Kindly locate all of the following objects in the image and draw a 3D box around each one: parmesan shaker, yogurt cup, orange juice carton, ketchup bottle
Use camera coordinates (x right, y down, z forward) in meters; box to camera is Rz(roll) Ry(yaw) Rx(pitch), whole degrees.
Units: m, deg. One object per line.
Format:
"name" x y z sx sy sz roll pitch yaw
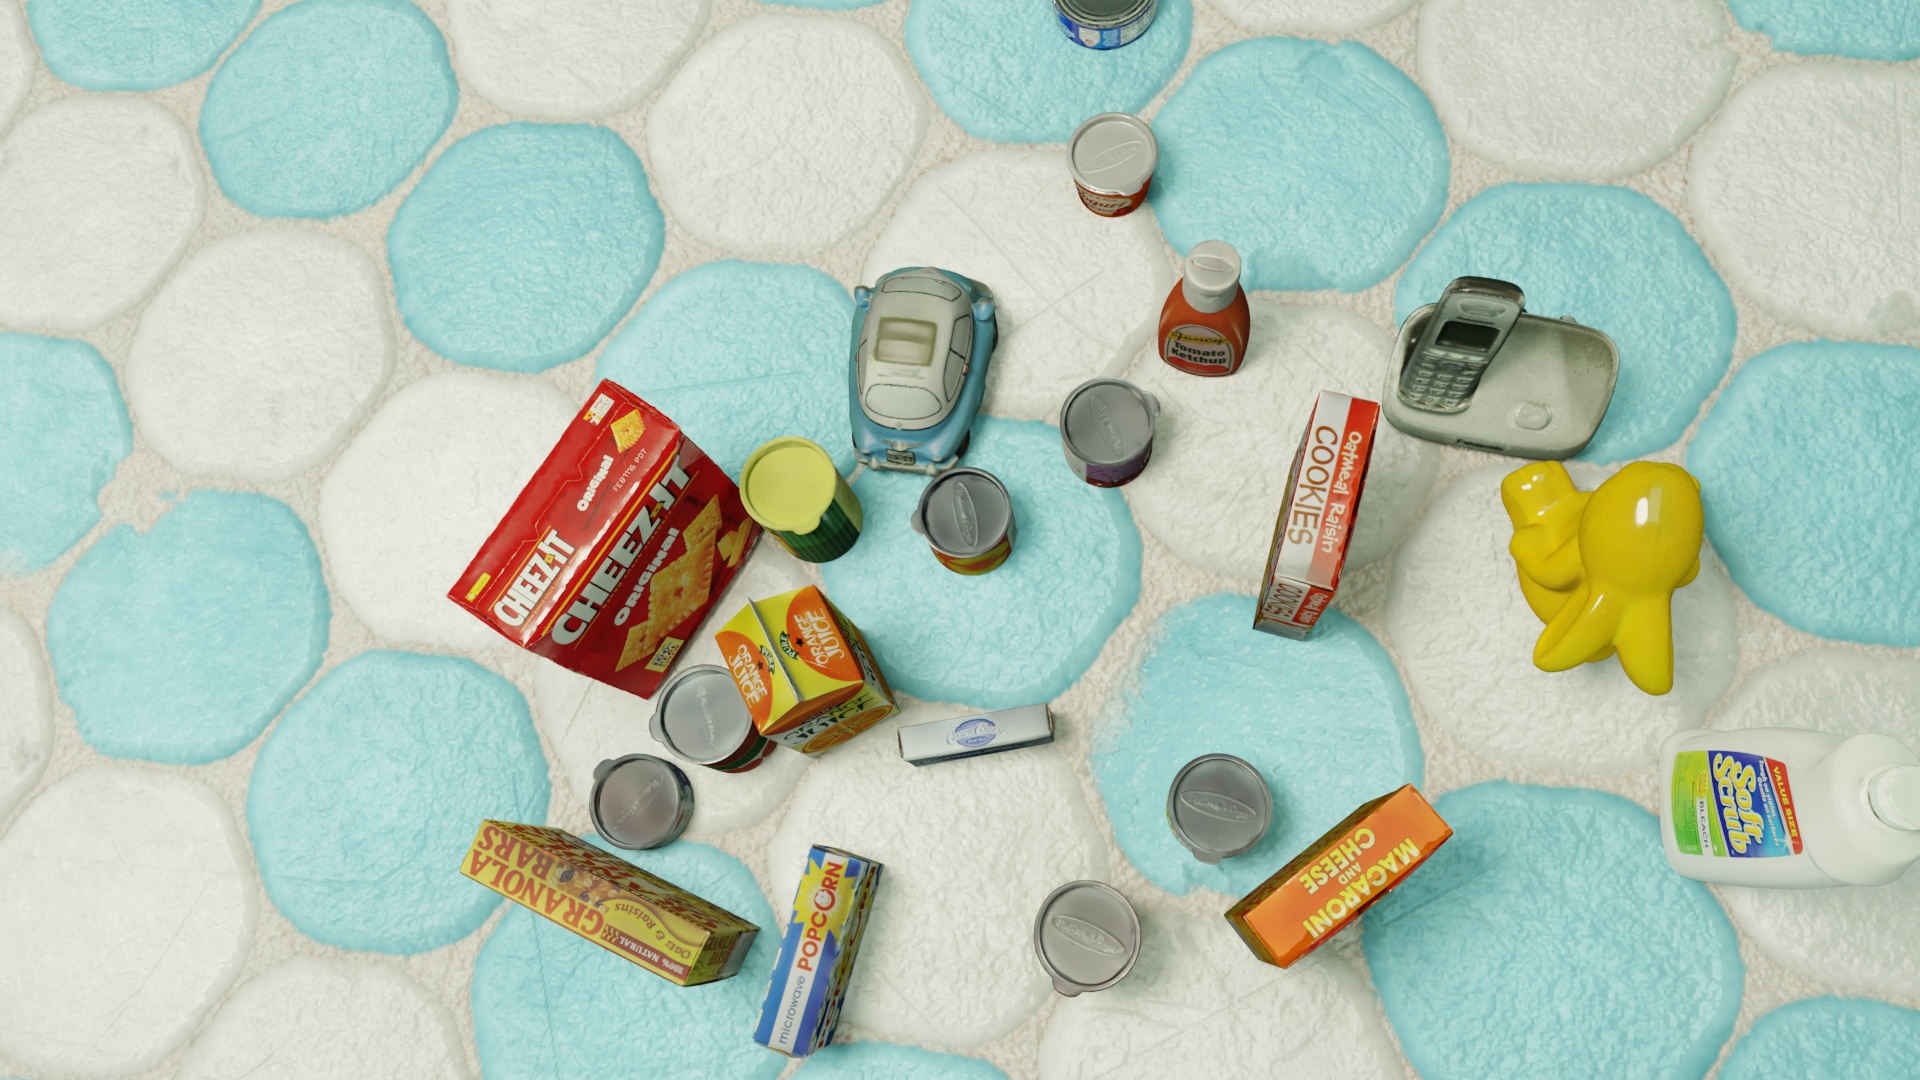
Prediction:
"parmesan shaker" -0.109 -0.024 0.978 0.071 0.103 0.071 -2 75 6
"yogurt cup" 0.115 -0.280 1.047 0.072 0.054 0.072 -2 75 6
"orange juice carton" -0.100 0.085 0.901 0.073 0.192 0.072 -28 74 -1
"ketchup bottle" 0.170 -0.159 0.959 0.065 0.148 0.043 13 77 10

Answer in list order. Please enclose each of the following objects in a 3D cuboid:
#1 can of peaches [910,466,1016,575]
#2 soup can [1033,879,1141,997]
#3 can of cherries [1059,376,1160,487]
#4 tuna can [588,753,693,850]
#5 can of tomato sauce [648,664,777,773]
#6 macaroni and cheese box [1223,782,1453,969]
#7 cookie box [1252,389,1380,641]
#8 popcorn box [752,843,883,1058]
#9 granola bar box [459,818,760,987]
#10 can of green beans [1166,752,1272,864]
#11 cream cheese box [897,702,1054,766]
"can of peaches" 0.004 -0.012 0.986 0.071 0.058 0.071 -2 75 6
"soup can" 0.081 0.255 0.891 0.071 0.083 0.071 -2 75 6
"can of cherries" 0.107 -0.076 0.991 0.071 0.058 0.071 -2 75 6
"tuna can" -0.224 0.182 0.972 0.071 0.032 0.071 -2 75 6
"can of tomato sauce" -0.166 0.125 0.955 0.071 0.083 0.071 -2 75 6
"macaroni and cheese box" 0.225 0.206 0.845 0.124 0.166 0.040 -37 74 -4
"cookie box" 0.229 -0.011 0.902 0.040 0.167 0.123 14 77 10
"popcorn box" -0.091 0.266 0.907 0.038 0.085 0.127 14 77 10
"granola bar box" -0.226 0.237 0.910 0.166 0.124 0.039 23 79 12
"can of green beans" 0.169 0.176 0.915 0.071 0.057 0.071 -2 75 6
"cream cheese box" 0.012 0.133 0.948 0.104 0.053 0.024 -10 75 4
